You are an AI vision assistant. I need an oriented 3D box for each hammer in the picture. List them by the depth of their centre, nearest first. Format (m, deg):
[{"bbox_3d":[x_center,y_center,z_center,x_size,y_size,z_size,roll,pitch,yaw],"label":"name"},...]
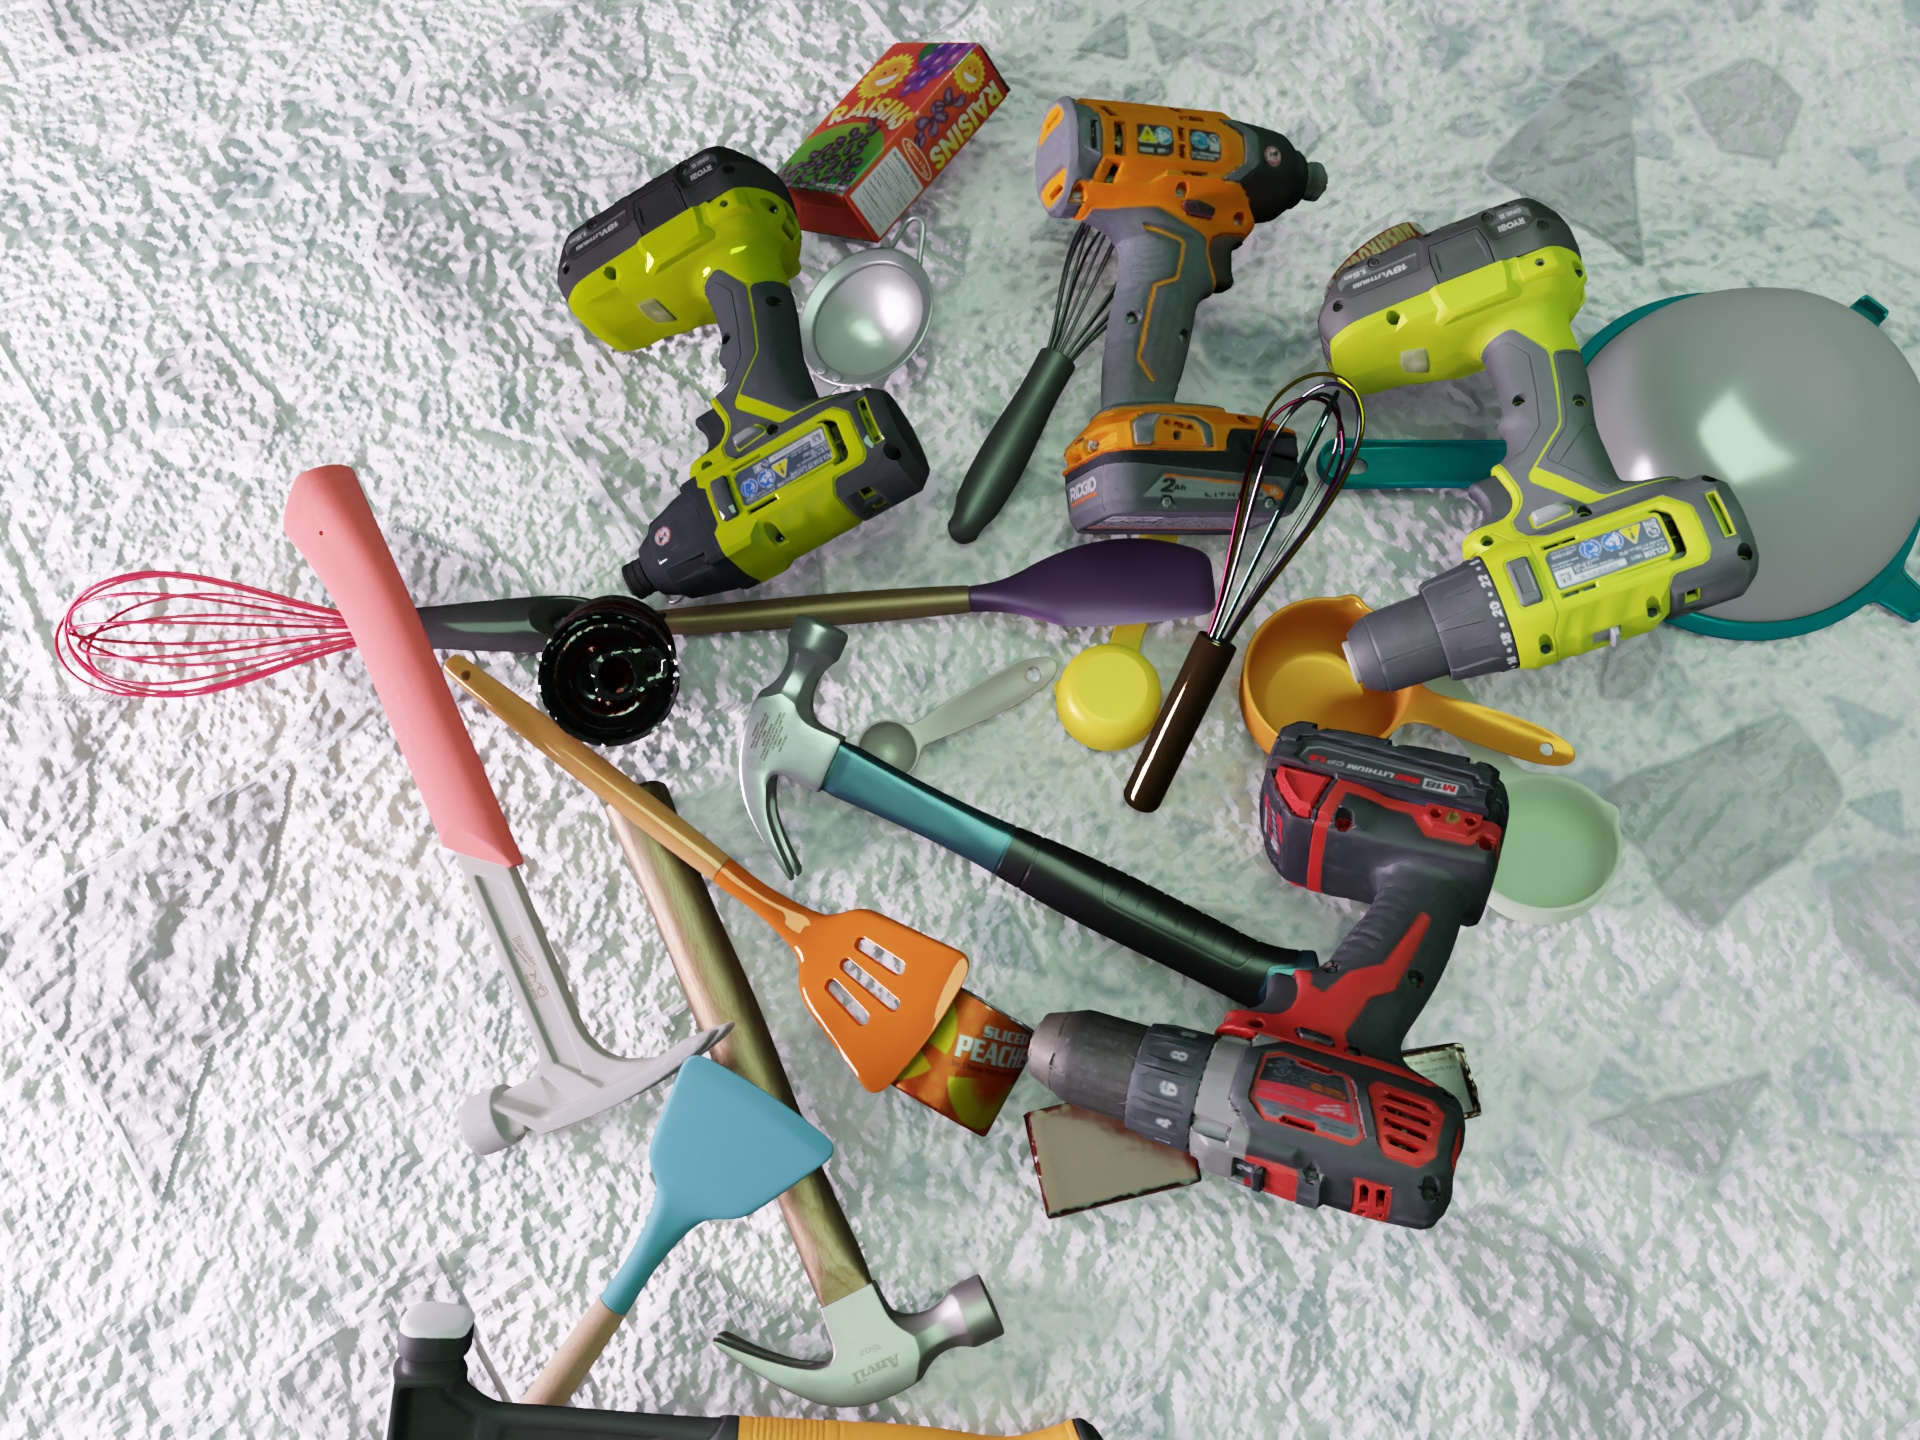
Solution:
[{"bbox_3d":[-0.095,0.348,0.740,0.337,0.034,0.127,7,96,-7],"label":"hammer"},{"bbox_3d":[-0.249,0.031,0.808,0.149,0.036,0.359,-26,84,14],"label":"hammer"},{"bbox_3d":[-0.107,0.184,0.810,0.130,0.031,0.331,-25,76,-6],"label":"hammer"},{"bbox_3d":[0.037,0.072,0.824,0.331,0.033,0.128,26,94,4],"label":"hammer"}]

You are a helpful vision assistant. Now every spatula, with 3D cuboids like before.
[{"bbox_3d":[-0.182,0.301,0.752,0.082,0.044,0.317,36,88,-7],"label":"spatula"},{"bbox_3d":[-0.141,0.061,0.808,0.323,0.041,0.081,36,87,9],"label":"spatula"},{"bbox_3d":[-0.020,-0.067,0.872,0.316,0.018,0.060,-5,56,4],"label":"spatula"}]

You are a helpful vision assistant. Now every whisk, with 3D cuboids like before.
[{"bbox_3d":[0.139,-0.063,0.817,0.047,0.051,0.245,23,107,-2],"label":"whisk"},{"bbox_3d":[-0.339,-0.050,0.867,0.296,0.073,0.073,-2,75,-6],"label":"whisk"},{"bbox_3d":[0.053,-0.204,0.906,0.055,0.055,0.239,27,82,8],"label":"whisk"}]

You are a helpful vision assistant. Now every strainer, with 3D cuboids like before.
[{"bbox_3d":[0.370,-0.155,0.857,0.340,0.095,0.211,0,75,0],"label":"strainer"},{"bbox_3d":[-0.089,-0.171,0.901,0.087,0.050,0.258,32,84,29],"label":"strainer"}]

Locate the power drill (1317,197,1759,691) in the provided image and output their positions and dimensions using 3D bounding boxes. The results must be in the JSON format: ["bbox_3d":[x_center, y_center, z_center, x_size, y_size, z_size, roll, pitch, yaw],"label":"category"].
[{"bbox_3d":[0.265,-0.132,0.809,0.190,0.080,0.229,-19,68,13],"label":"power drill"}]

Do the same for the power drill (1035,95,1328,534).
[{"bbox_3d":[0.128,-0.218,0.859,0.164,0.084,0.226,-2,87,-17],"label":"power drill"}]

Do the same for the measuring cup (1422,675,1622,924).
[{"bbox_3d":[0.284,0.033,0.846,0.083,0.038,0.168,-23,59,0],"label":"measuring cup"}]

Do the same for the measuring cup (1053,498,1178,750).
[{"bbox_3d":[0.096,-0.060,0.871,0.062,0.029,0.156,17,76,6],"label":"measuring cup"}]

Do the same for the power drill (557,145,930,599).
[{"bbox_3d":[-0.131,-0.181,0.860,0.171,0.080,0.223,-27,67,12],"label":"power drill"}]

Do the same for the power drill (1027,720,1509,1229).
[{"bbox_3d":[0.150,0.110,0.737,0.188,0.080,0.227,13,51,19],"label":"power drill"}]

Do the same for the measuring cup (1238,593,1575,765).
[{"bbox_3d":[0.231,-0.002,0.839,0.173,0.052,0.095,19,74,7],"label":"measuring cup"}]

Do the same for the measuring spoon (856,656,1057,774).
[{"bbox_3d":[-0.001,-0.003,0.869,0.124,0.018,0.034,-27,86,-13],"label":"measuring spoon"}]
